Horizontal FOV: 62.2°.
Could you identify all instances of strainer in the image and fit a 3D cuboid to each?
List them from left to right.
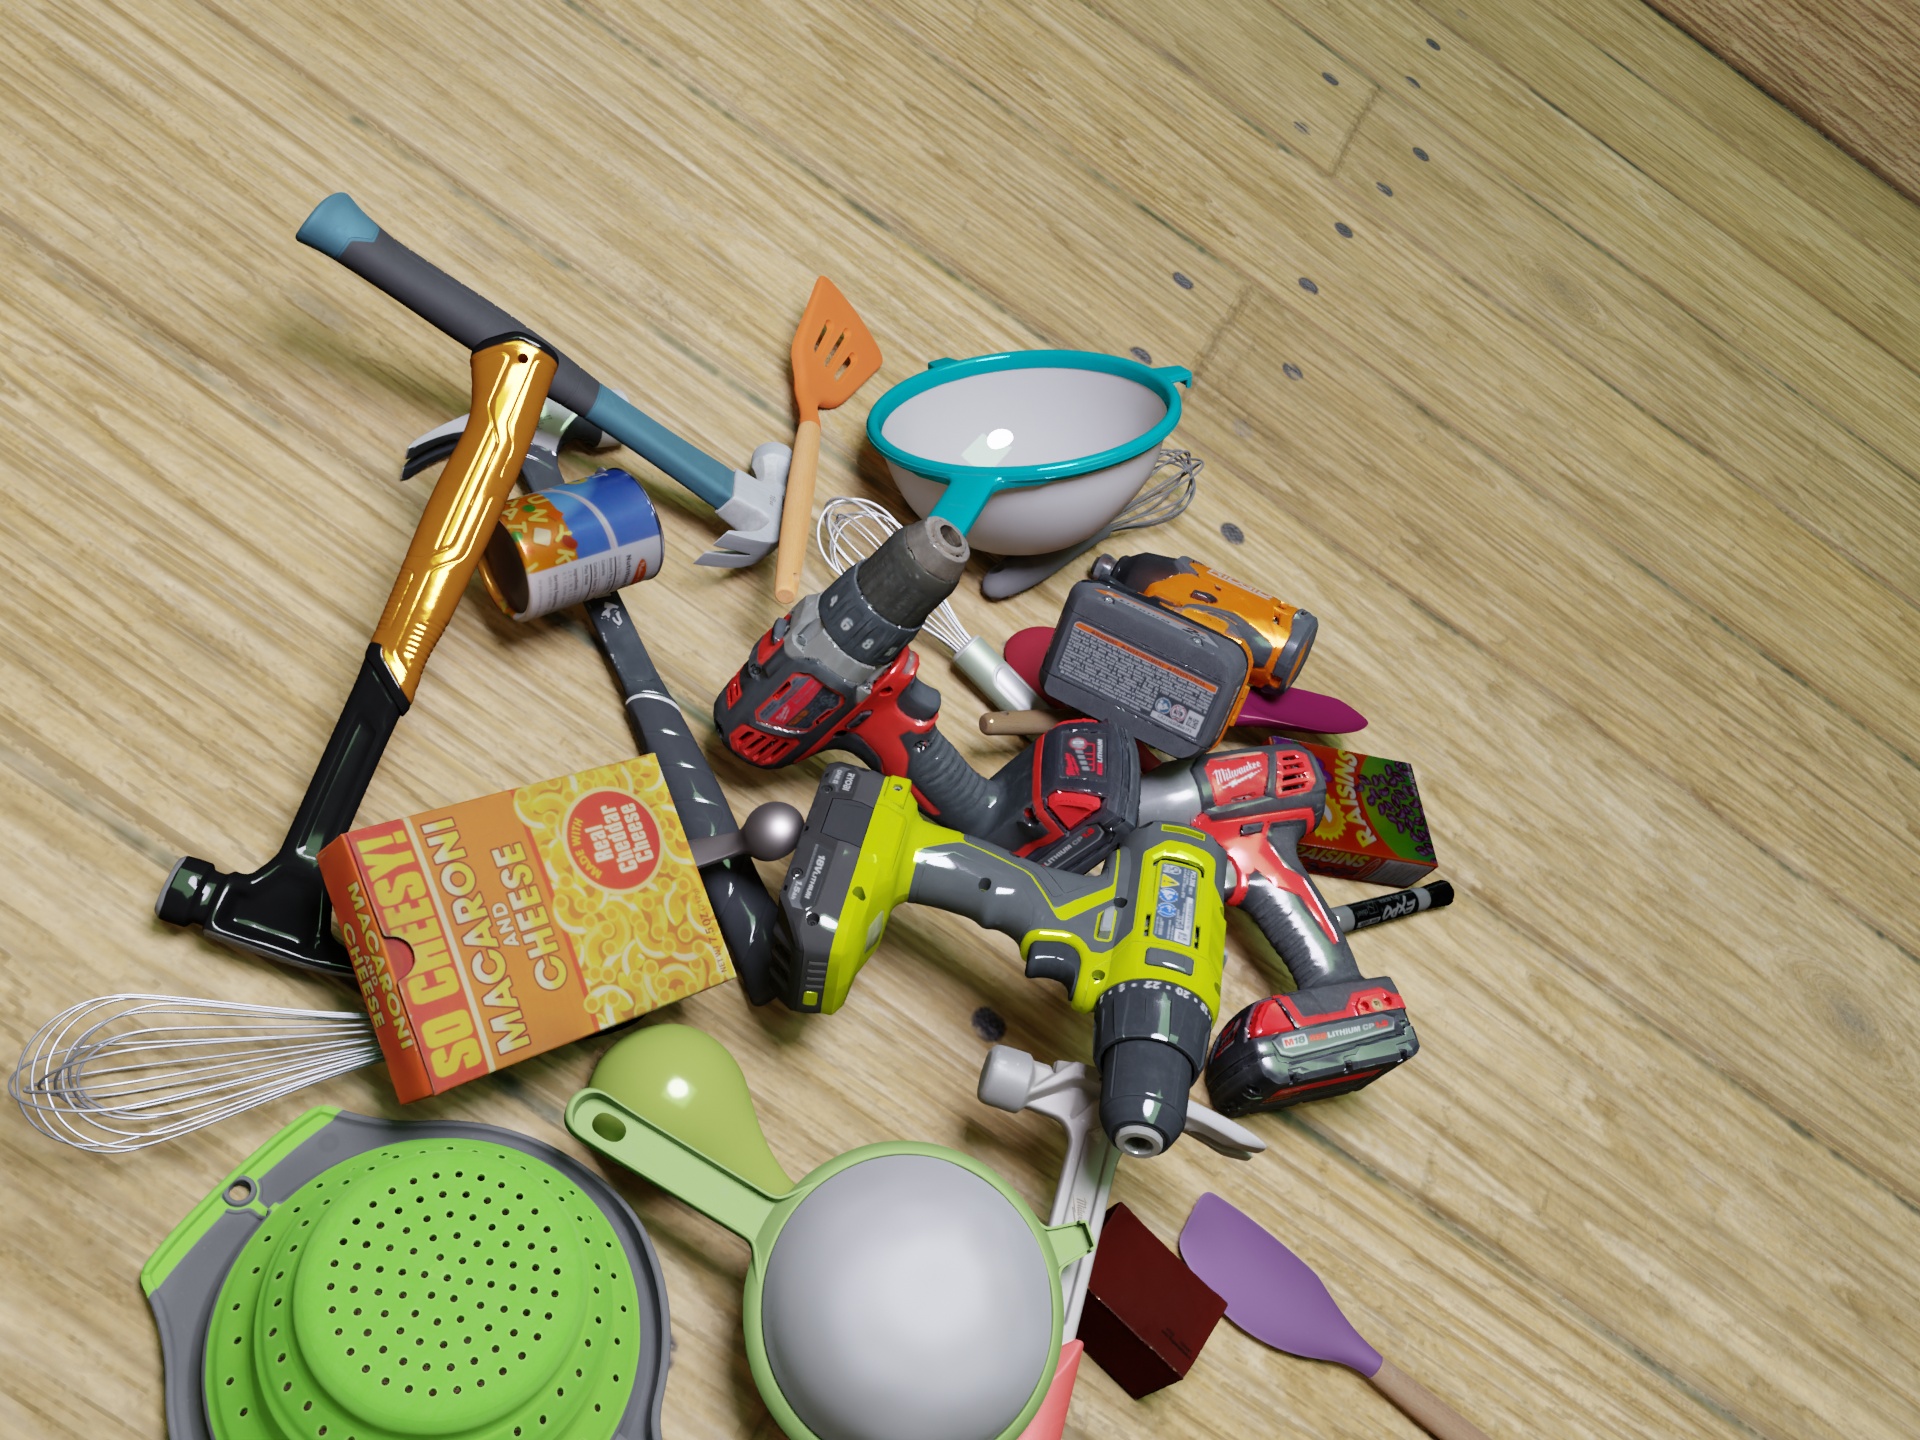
[{"bbox_3d":[-0.064,0.231,0.707,0.256,0.069,0.151,31,61,0],"label":"strainer"},{"bbox_3d":[0.025,-0.137,1.036,0.211,0.095,0.340,6,36,18],"label":"strainer"}]

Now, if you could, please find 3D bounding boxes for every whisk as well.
[{"bbox_3d":[-0.274,0.148,0.734,0.284,0.070,0.070,-2,59,-36],"label":"whisk"},{"bbox_3d":[-0.001,-0.053,1.031,0.246,0.059,0.058,45,59,0],"label":"whisk"},{"bbox_3d":[0.097,-0.143,1.150,0.239,0.055,0.055,-34,78,-36],"label":"whisk"}]

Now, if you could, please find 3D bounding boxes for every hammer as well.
[{"bbox_3d":[-0.268,-0.040,0.794,0.127,0.034,0.337,22,75,-15],"label":"hammer"},{"bbox_3d":[-0.229,-0.197,0.934,0.330,0.033,0.128,32,36,-32],"label":"hammer"},{"bbox_3d":[-0.189,-0.024,0.913,0.149,0.036,0.409,-15,67,-34],"label":"hammer"},{"bbox_3d":[0.037,0.337,0.739,0.149,0.036,0.359,19,61,-1],"label":"hammer"}]

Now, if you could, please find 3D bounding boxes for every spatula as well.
[{"bbox_3d":[-0.093,-0.181,1.037,0.081,0.041,0.323,51,25,-34],"label":"spatula"},{"bbox_3d":[0.251,0.379,0.887,0.316,0.018,0.060,38,49,1],"label":"spatula"}]

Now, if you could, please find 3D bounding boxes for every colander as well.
[{"bbox_3d":[-0.149,0.292,0.645,0.397,0.094,0.204,36,48,7],"label":"colander"}]

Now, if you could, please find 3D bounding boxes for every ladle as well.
[{"bbox_3d":[-0.058,0.272,0.784,0.320,0.062,0.078,46,52,-3],"label":"ladle"},{"bbox_3d":[0.143,0.054,1.051,0.315,0.031,0.069,50,48,8],"label":"ladle"}]

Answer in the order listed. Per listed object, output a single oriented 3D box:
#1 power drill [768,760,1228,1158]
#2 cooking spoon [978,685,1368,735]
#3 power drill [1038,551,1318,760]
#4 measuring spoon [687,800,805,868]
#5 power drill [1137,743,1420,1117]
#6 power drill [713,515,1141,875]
[{"bbox_3d":[0.023,0.117,0.816,0.228,0.080,0.191,14,43,2],"label":"power drill"},{"bbox_3d":[0.148,-0.002,1.057,0.318,0.017,0.069,-2,30,-32],"label":"cooking spoon"},{"bbox_3d":[0.134,-0.058,1.046,0.164,0.084,0.226,27,23,16],"label":"power drill"},{"bbox_3d":[-0.143,0.067,0.838,0.124,0.018,0.034,-15,51,7],"label":"measuring spoon"},{"bbox_3d":[0.178,0.120,0.972,0.143,0.078,0.220,-6,63,-19],"label":"power drill"},{"bbox_3d":[-0.001,-0.003,0.886,0.226,0.188,0.080,33,37,-22],"label":"power drill"}]
